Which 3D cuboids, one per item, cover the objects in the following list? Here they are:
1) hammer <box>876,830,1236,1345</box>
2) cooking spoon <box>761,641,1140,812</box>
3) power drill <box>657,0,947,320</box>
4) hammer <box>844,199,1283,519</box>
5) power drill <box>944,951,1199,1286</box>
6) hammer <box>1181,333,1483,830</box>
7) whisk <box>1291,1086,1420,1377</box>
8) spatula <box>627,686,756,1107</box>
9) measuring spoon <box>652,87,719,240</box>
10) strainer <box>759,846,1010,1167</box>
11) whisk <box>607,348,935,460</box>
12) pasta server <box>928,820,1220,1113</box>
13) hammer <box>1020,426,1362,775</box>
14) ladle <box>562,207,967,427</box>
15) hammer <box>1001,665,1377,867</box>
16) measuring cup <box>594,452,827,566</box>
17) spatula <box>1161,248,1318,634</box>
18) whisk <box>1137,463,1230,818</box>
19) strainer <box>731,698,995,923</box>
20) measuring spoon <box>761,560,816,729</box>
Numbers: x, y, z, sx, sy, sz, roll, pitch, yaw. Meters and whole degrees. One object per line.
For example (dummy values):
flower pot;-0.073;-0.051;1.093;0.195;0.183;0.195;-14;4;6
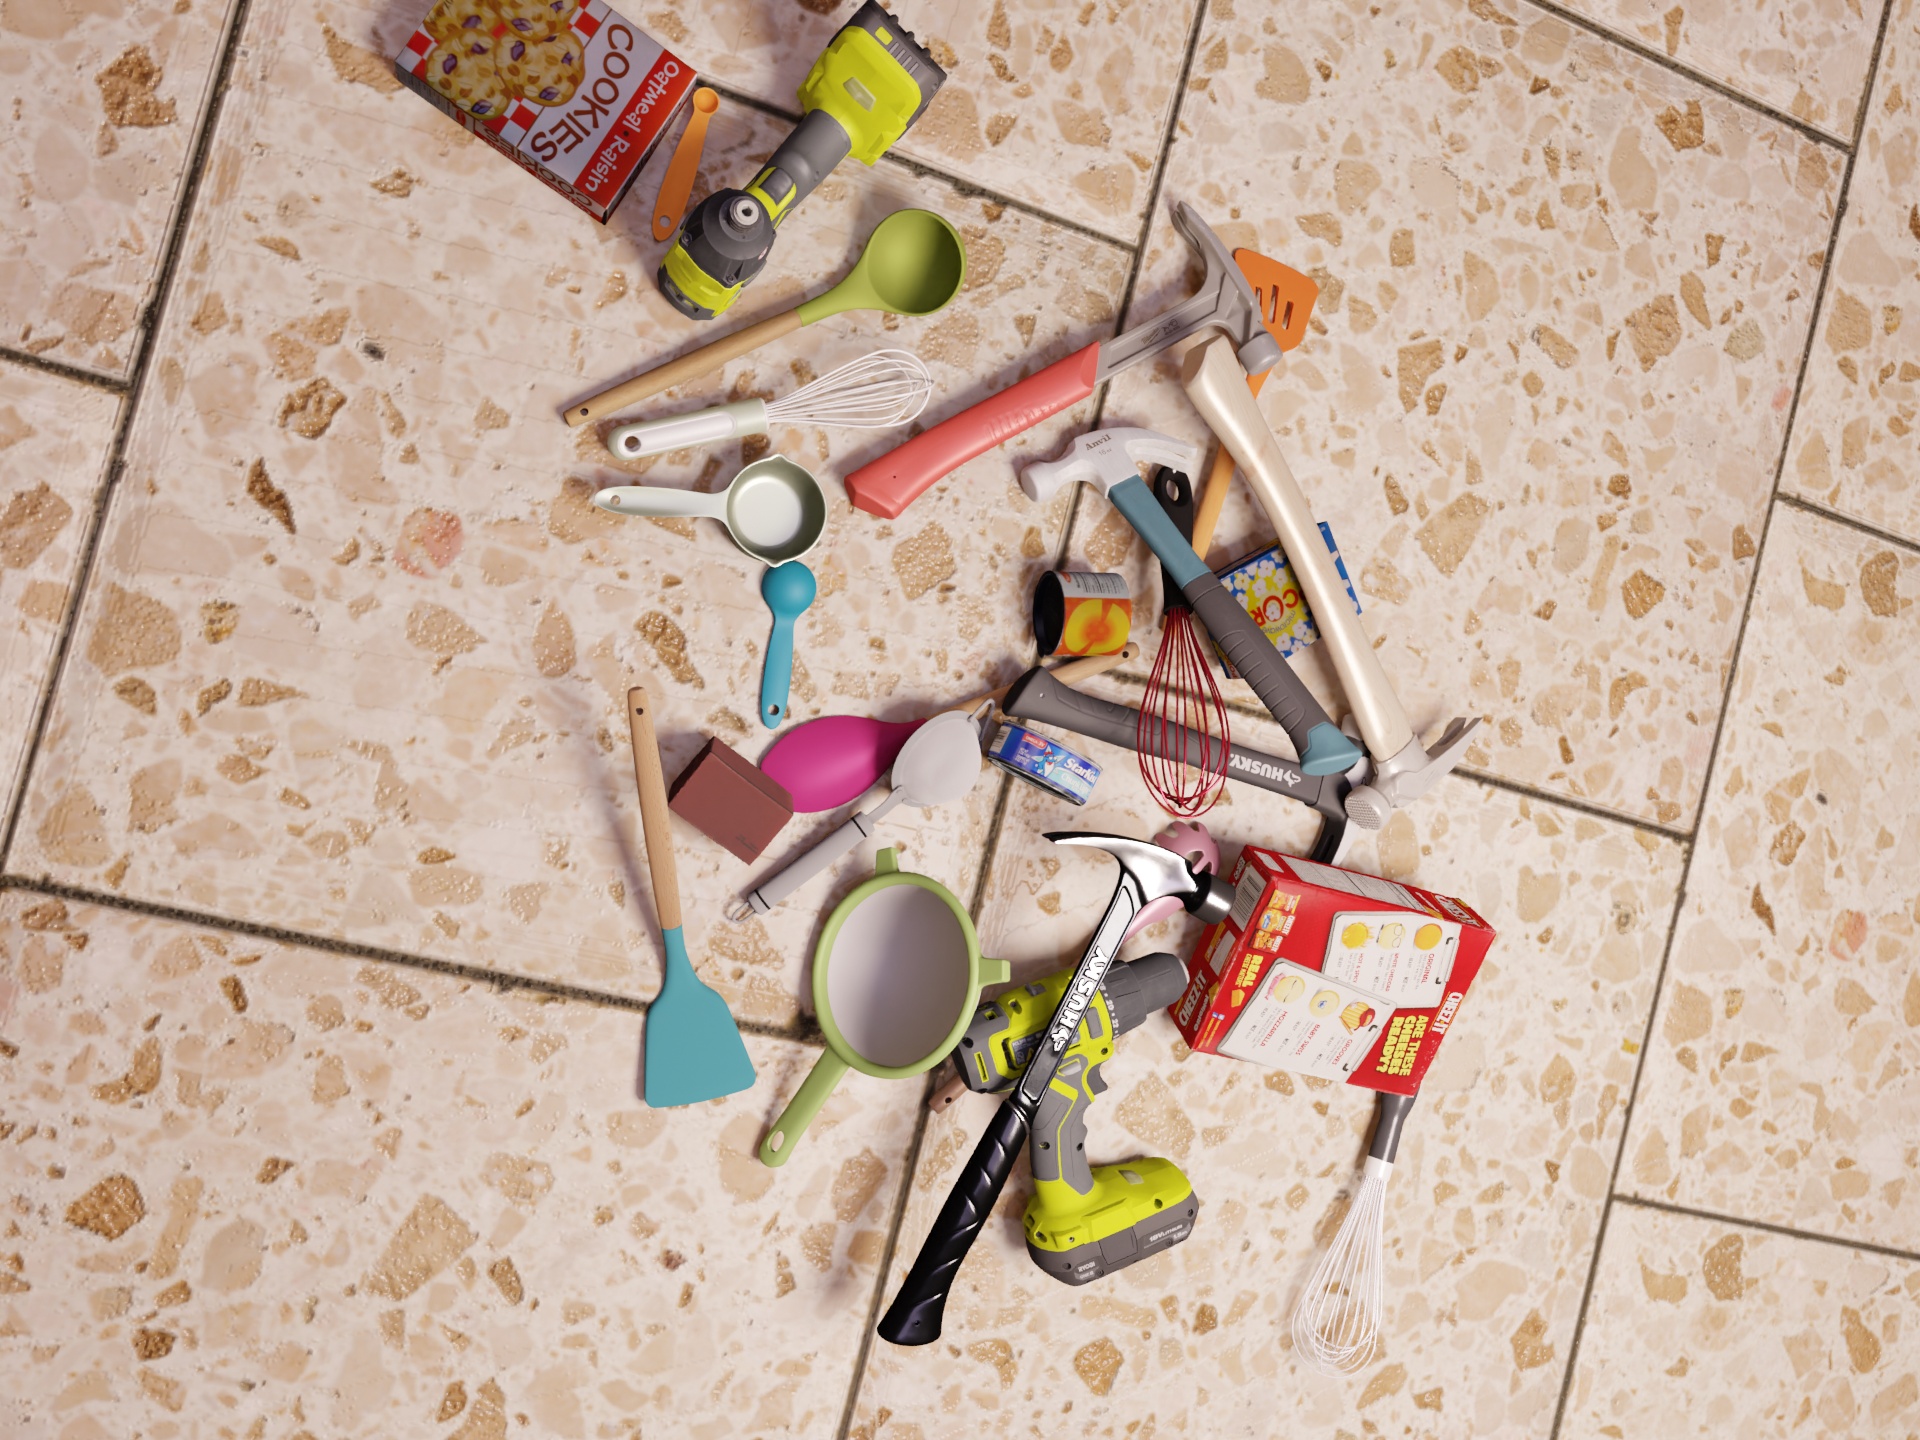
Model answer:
hammer;0.046;0.269;1.158;0.149;0.036;0.409;28;88;-14
cooking spoon;-0.002;-0.004;1.233;0.319;0.017;0.068;-21;100;-16
power drill;-0.114;-0.385;1.107;0.080;0.171;0.223;41;77;-15
hammer;0.067;-0.264;1.228;0.359;0.036;0.149;-30;84;-11
power drill;0.106;0.299;1.233;0.190;0.080;0.228;-18;103;-13
hammer;0.290;-0.119;1.264;0.146;0.038;0.410;-37;108;-24
whisk;0.343;0.410;1.343;0.070;0.070;0.285;21;80;-17
spatula;-0.207;0.128;1.134;0.082;0.044;0.317;-9;113;-12
measuring spoon;-0.202;-0.405;1.161;0.021;0.011;0.117;19;90;-18
strainer;-0.062;0.234;1.194;0.069;0.152;0.256;19;108;-53
whisk;-0.137;-0.226;1.168;0.246;0.059;0.057;-14;113;-12
pasta server;0.093;0.198;1.269;0.316;0.040;0.060;-42;103;-8
hammer;0.185;-0.093;1.199;0.128;0.033;0.331;-28;69;-15
ladle;-0.140;-0.286;1.160;0.320;0.062;0.078;-27;100;-12
hammer;0.186;0.028;1.273;0.334;0.035;0.146;17;83;-21
measuring cup;-0.182;-0.155;1.161;0.167;0.038;0.083;2;91;-16
spatula;0.217;-0.224;1.295;0.081;0.041;0.322;18;90;-17
whisk;0.169;-0.067;1.232;0.073;0.073;0.296;7;69;-18
strainer;-0.065;0.075;1.199;0.258;0.050;0.086;-37;139;-5
measuring spoon;-0.132;-0.057;1.187;0.042;0.021;0.128;8;88;-18
